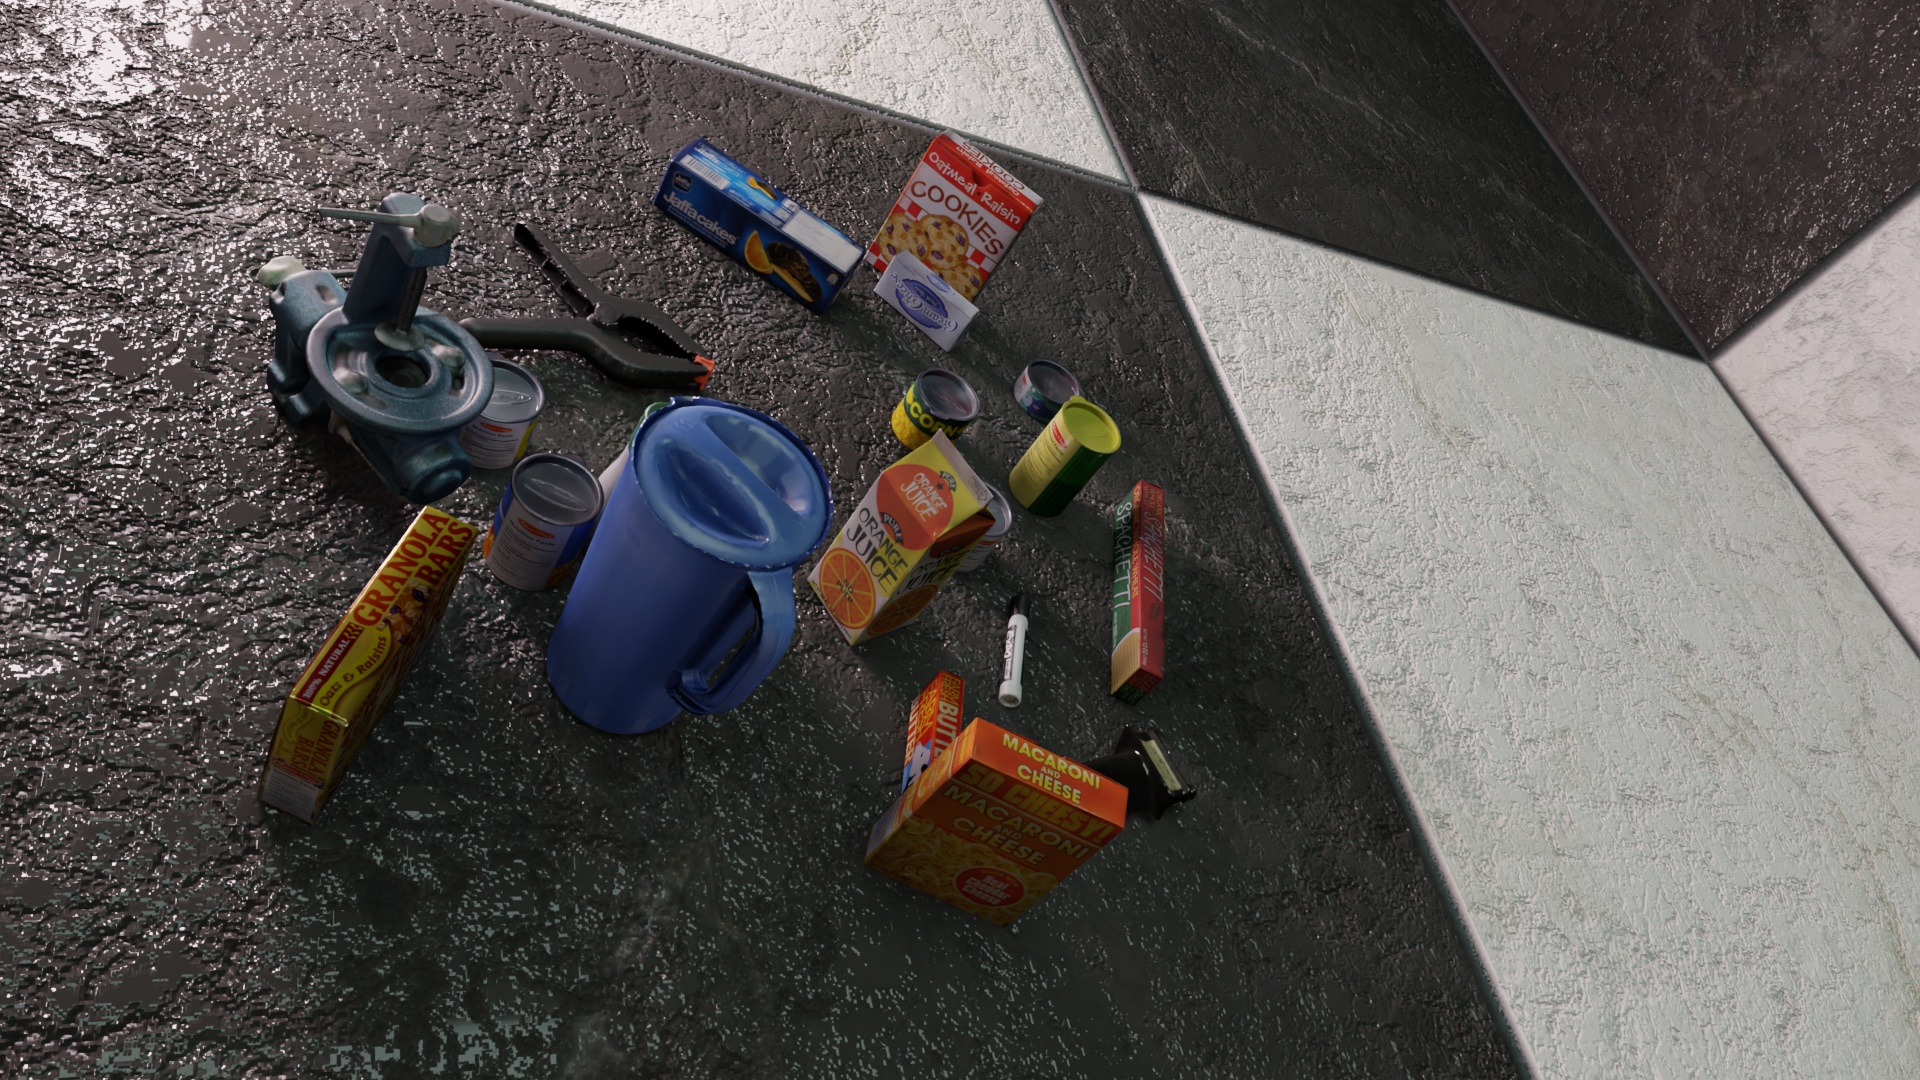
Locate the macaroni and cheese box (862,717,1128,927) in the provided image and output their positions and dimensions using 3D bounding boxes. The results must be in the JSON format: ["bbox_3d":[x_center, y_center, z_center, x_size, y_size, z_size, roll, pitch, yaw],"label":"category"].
[{"bbox_3d":[0.022,0.203,0.987,0.124,0.165,0.040,27,42,-13],"label":"macaroni and cheese box"}]

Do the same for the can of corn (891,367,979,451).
[{"bbox_3d":[-0.025,-0.120,1.325,0.071,0.058,0.071,20,45,-20],"label":"can of corn"}]

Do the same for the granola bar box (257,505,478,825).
[{"bbox_3d":[-0.365,0.074,0.858,0.039,0.123,0.166,28,42,-12],"label":"granola bar box"}]

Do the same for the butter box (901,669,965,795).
[{"bbox_3d":[-0.021,0.157,1.083,0.024,0.053,0.104,23,43,-17],"label":"butter box"}]

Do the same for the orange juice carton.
[{"bbox_3d":[-0.040,-0.003,1.107,0.073,0.191,0.072,-18,66,-44],"label":"orange juice carton"}]

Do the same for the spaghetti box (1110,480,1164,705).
[{"bbox_3d":[0.170,0.043,1.324,0.029,0.050,0.251,24,43,-16],"label":"spaghetti box"}]

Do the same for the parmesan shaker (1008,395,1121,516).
[{"bbox_3d":[0.099,-0.080,1.344,0.071,0.102,0.072,20,45,-21],"label":"parmesan shaker"}]

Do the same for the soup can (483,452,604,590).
[{"bbox_3d":[-0.303,-0.014,1.012,0.071,0.083,0.072,20,45,-21],"label":"soup can"}]

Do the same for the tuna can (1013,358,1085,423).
[{"bbox_3d":[0.093,-0.156,1.461,0.071,0.032,0.071,20,45,-20],"label":"tuna can"}]

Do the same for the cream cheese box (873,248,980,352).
[{"bbox_3d":[-0.035,-0.247,1.436,0.104,0.053,0.024,40,41,1],"label":"cream cheese box"}]

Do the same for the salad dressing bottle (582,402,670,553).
[{"bbox_3d":[-0.242,-0.042,1.033,0.064,0.147,0.044,-23,69,-45],"label":"salad dressing bottle"}]

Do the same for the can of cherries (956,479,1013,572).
[{"bbox_3d":[0.004,-0.016,1.252,0.071,0.058,0.072,20,45,-20],"label":"can of cherries"}]

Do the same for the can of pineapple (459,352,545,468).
[{"bbox_3d":[-0.359,-0.099,1.068,0.071,0.057,0.071,20,45,-20],"label":"can of pineapple"}]

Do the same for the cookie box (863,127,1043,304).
[{"bbox_3d":[-0.009,-0.321,1.434,0.123,0.166,0.040,36,41,-3],"label":"cookie box"}]
